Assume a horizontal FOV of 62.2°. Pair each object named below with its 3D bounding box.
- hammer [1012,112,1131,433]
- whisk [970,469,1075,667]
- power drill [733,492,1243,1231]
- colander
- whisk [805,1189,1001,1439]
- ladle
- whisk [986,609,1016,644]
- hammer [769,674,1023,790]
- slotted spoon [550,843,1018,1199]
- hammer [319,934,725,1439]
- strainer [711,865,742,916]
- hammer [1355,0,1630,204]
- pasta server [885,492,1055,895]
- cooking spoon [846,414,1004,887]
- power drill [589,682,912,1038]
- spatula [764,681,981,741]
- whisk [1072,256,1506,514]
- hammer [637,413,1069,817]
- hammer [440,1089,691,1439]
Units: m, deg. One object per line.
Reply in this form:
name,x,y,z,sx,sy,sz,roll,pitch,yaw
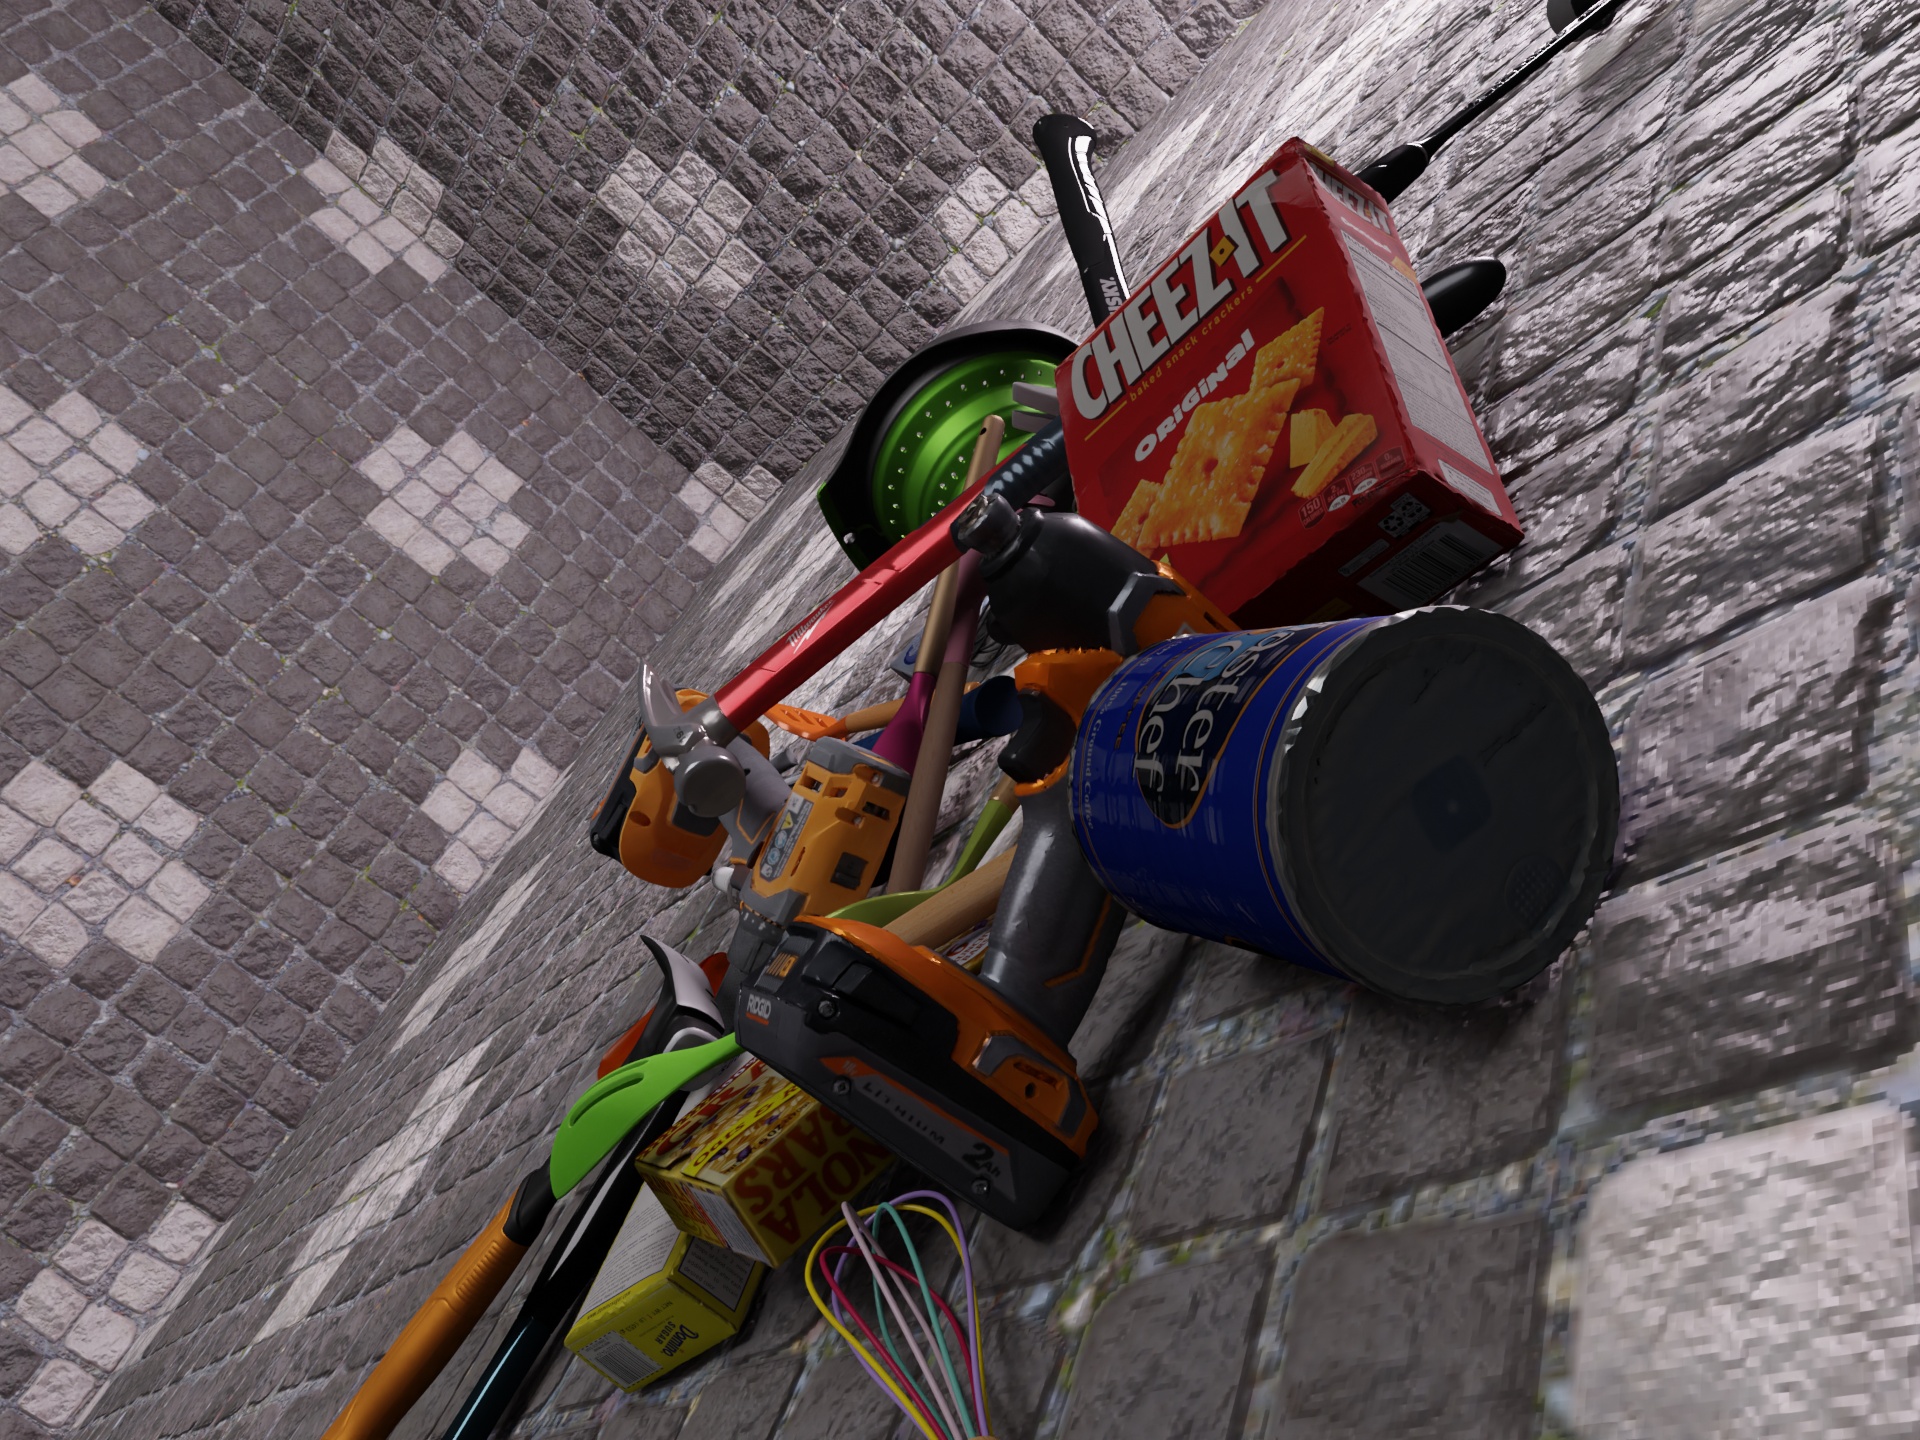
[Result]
hammer,0.086,-0.303,1.057,0.035,0.146,0.335,89,173,-51
whisk,0.042,-0.116,1.011,0.238,0.055,0.055,-57,4,45
power drill,0.020,0.039,0.558,0.226,0.164,0.084,-56,17,-16
colander,0.097,-0.208,1.096,0.397,0.204,0.095,-34,49,-1
whisk,-0.004,0.202,0.453,0.245,0.047,0.051,-143,67,-71
ladle,0.023,0.020,0.815,0.320,0.062,0.078,-53,-14,-28
whisk,0.096,-0.111,0.872,0.295,0.073,0.073,-38,18,50
hammer,-0.084,0.029,1.086,0.144,0.035,0.405,-28,5,-36
slotted spoon,-0.038,0.098,0.642,0.314,0.031,0.070,-32,5,3
hammer,-0.237,0.266,0.822,0.337,0.034,0.127,-53,23,3
strainer,-0.155,0.115,1.128,0.258,0.050,0.087,167,98,-75
hammer,0.254,-0.308,0.855,0.409,0.036,0.149,-40,15,-13
pasta server,-0.001,-0.003,0.876,0.060,0.040,0.316,-43,30,56
cooking spoon,-0.015,-0.048,0.950,0.069,0.017,0.319,-13,56,48
power drill,-0.135,0.083,0.936,0.226,0.084,0.185,22,87,50
spatula,-0.067,-0.010,1.171,0.322,0.081,0.041,-13,67,60
whisk,0.172,-0.169,0.868,0.284,0.070,0.070,-29,24,42
hammer,-0.020,-0.105,0.902,0.386,0.038,0.143,-39,36,2
hammer,-0.217,0.306,0.837,0.128,0.033,0.331,-32,22,51
